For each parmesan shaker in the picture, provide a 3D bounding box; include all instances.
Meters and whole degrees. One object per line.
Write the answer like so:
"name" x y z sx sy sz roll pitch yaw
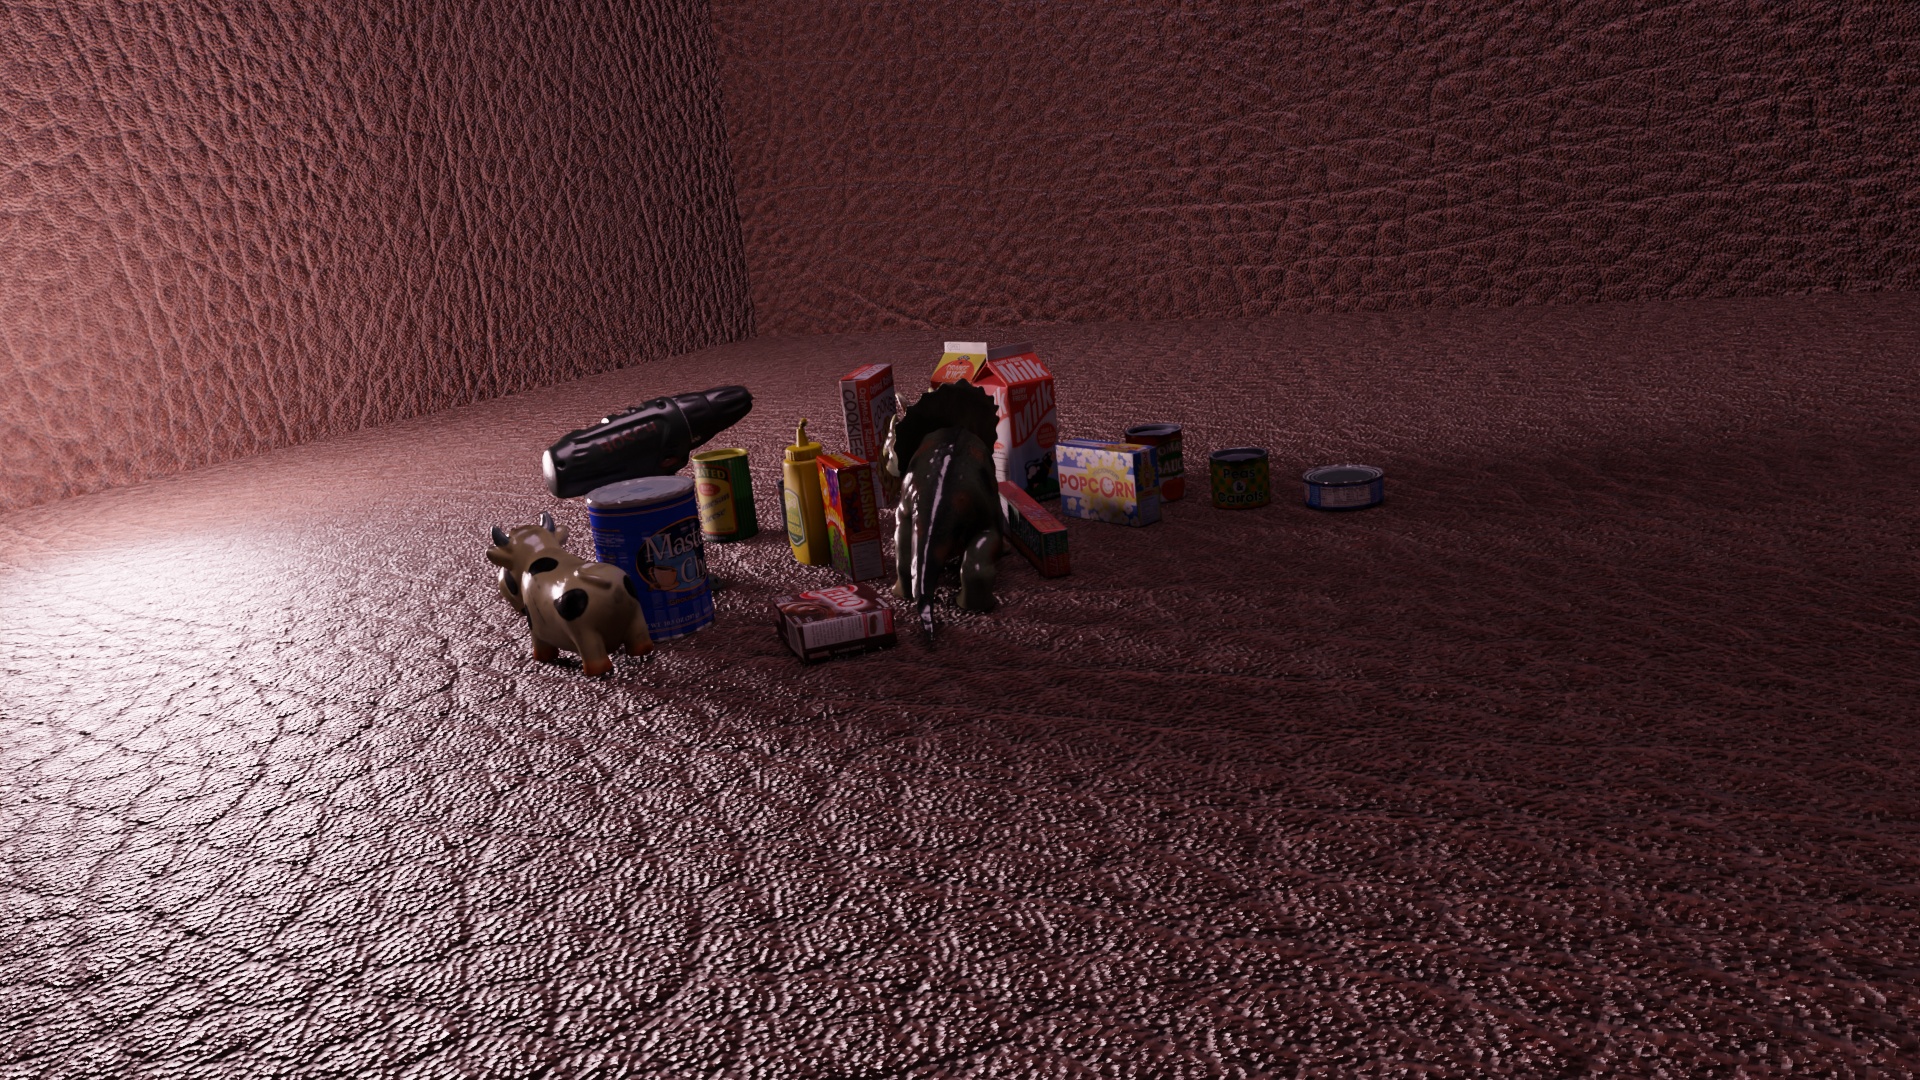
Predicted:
"parmesan shaker" -0.280 -0.054 1.673 0.071 0.102 0.071 -6 14 2

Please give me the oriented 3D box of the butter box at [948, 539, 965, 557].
"butter box" -0.011 -0.010 1.486 0.104 0.053 0.024 -12 15 -21

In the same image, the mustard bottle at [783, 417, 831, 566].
"mustard bottle" -0.165 -0.055 1.511 0.049 0.159 0.065 -15 16 -29

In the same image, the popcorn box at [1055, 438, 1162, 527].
"popcorn box" 0.165 -0.066 1.560 0.038 0.085 0.126 -17 18 -36

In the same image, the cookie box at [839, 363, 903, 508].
"cookie box" -0.112 -0.136 1.781 0.040 0.167 0.123 -3 15 12

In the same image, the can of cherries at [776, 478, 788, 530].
"can of cherries" -0.185 -0.047 1.691 0.071 0.058 0.072 -6 14 2

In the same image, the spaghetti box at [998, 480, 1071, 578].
"spaghetti box" 0.071 -0.015 1.477 0.029 0.050 0.250 -9 15 -9

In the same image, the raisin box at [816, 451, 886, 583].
"raisin box" -0.116 -0.026 1.453 0.040 0.123 0.086 -11 15 -18

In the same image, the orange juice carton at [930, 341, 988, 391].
"orange juice carton" 0.017 -0.155 1.748 0.072 0.192 0.073 7 19 43

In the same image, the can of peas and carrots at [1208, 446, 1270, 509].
"can of peas and carrots" 0.314 -0.070 1.561 0.071 0.058 0.071 -6 14 2

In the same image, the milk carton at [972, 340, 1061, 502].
"milk carton" 0.068 -0.142 1.683 0.072 0.190 0.073 -16 17 -33

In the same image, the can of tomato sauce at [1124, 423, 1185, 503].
"can of tomato sauce" 0.230 -0.090 1.626 0.071 0.083 0.071 -6 14 2
